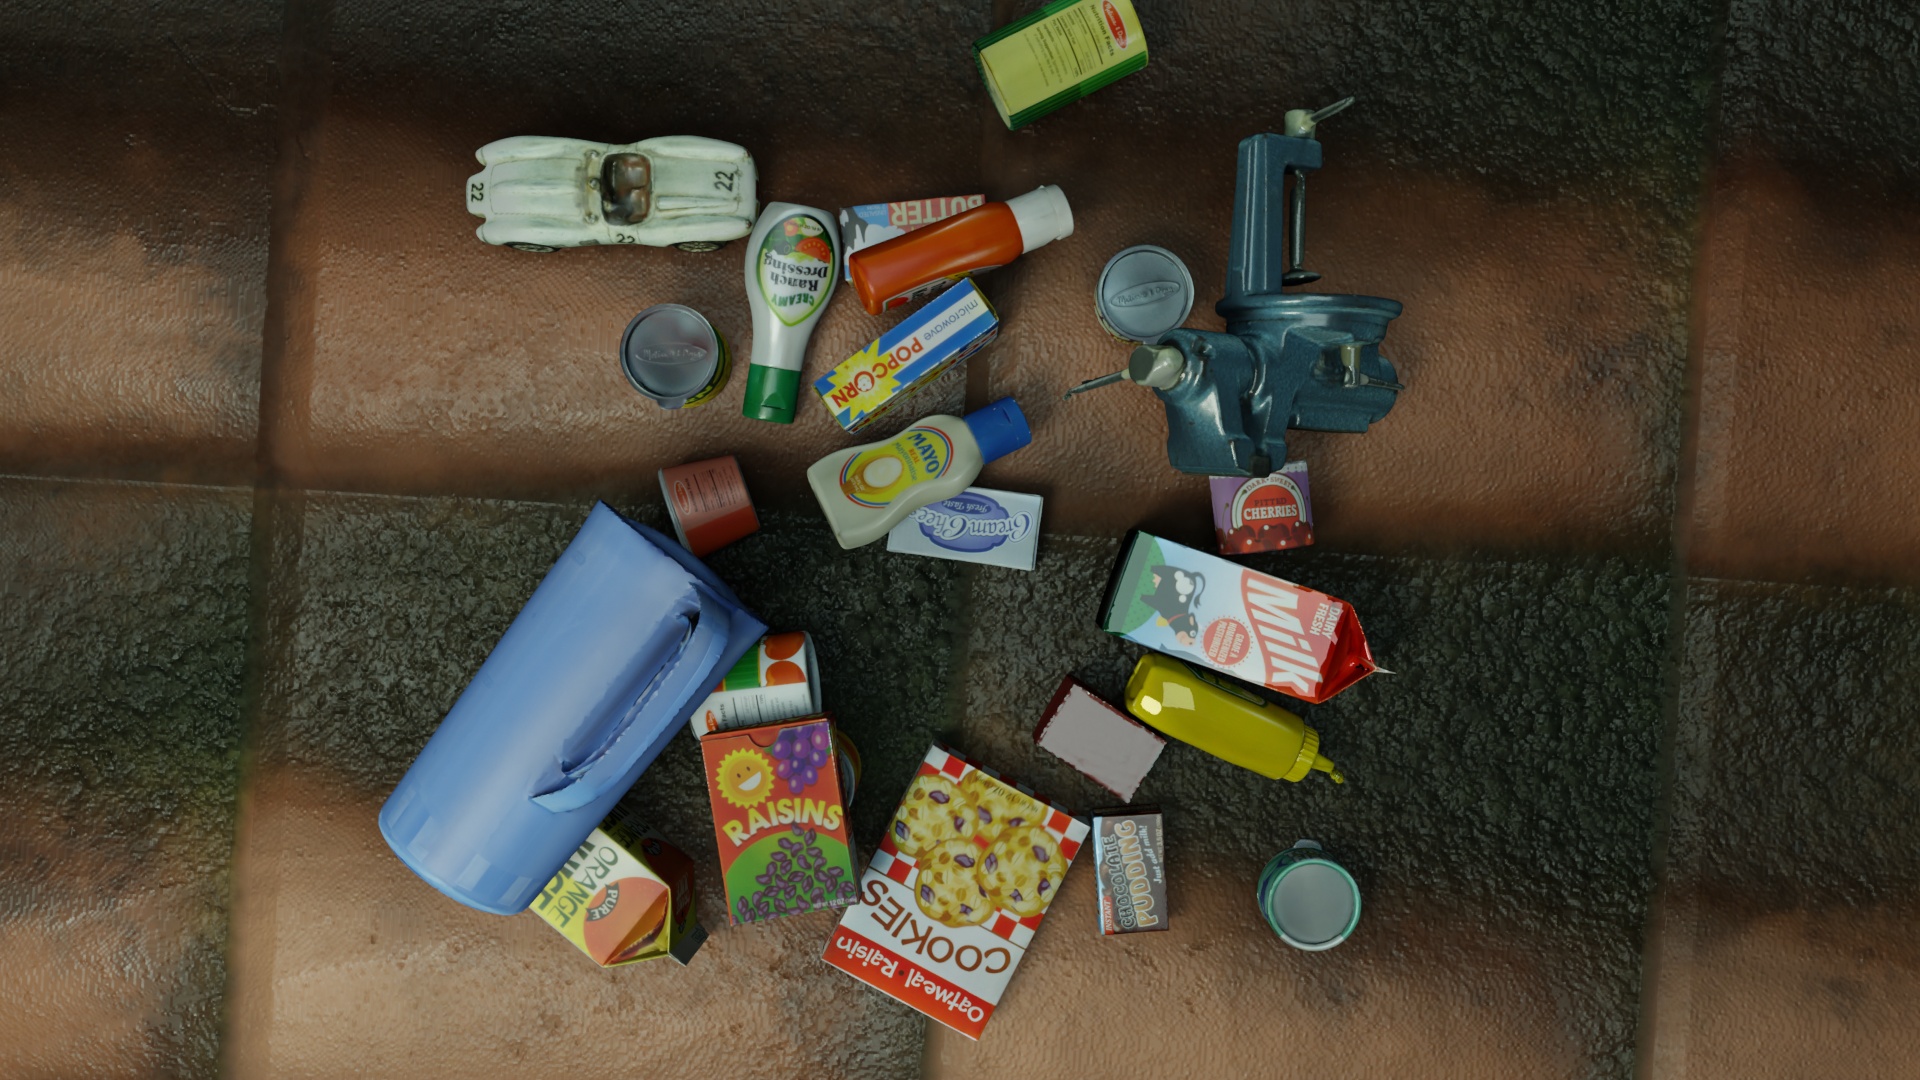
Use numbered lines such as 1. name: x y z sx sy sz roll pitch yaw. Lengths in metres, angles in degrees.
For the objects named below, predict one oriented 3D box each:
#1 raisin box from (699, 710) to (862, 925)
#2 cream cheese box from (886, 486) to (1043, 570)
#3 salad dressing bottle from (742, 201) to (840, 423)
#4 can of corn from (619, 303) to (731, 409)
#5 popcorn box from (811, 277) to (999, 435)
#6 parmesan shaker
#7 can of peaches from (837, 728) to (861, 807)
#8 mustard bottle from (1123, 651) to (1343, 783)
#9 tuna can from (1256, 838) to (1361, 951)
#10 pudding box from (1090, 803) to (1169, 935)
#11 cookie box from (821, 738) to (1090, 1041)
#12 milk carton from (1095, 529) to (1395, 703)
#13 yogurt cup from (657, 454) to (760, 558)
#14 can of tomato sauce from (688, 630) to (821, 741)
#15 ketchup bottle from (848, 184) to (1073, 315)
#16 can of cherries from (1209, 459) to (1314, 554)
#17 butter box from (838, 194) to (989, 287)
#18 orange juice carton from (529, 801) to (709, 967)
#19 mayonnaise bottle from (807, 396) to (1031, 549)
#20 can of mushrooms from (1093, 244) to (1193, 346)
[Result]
1. raisin box: -0.116 0.179 0.905 0.086 0.040 0.123 -9 90 1
2. cream cheese box: 0.003 -0.012 0.968 0.104 0.024 0.053 8 91 1
3. salad dressing bottle: -0.121 -0.155 0.954 0.064 0.044 0.147 7 98 -19
4. can of corn: -0.194 -0.123 0.953 0.071 0.058 0.071 0 91 1
5. popcorn box: -0.035 -0.122 0.938 0.127 0.085 0.038 -35 91 1
6. parmesan shaker: 0.066 -0.333 0.945 0.103 0.071 0.071 -26 90 2
7. can of peaches: -0.102 0.164 0.955 0.071 0.058 0.071 0 91 0
8. mustard bottle: 0.192 0.127 0.950 0.160 0.065 0.048 24 97 -5
9. tuna can: 0.242 0.246 0.963 0.071 0.033 0.071 0 91 1
10. pudding box: 0.117 0.228 0.966 0.050 0.030 0.083 -3 90 2
11. cookie box: -0.004 0.241 0.963 0.123 0.040 0.167 28 90 1
12. milk carton: 0.195 0.056 0.942 0.191 0.072 0.073 19 91 0
13. yogurt cup: -0.171 -0.025 0.952 0.054 0.072 0.072 -19 90 -7
14. can of tomato sauce: -0.142 0.098 0.952 0.083 0.071 0.071 -8 91 0
15. ketchup bottle: 0.001 -0.196 0.925 0.149 0.065 0.043 -22 97 -7
16. can of cherries: 0.204 -0.022 0.942 0.071 0.071 0.058 -6 91 1
17. butter box: -0.031 -0.209 0.968 0.103 0.024 0.053 -6 91 1
18. orange juice carton: -0.254 0.220 0.950 0.193 0.072 0.073 39 91 1
19. mayonnaise bottle: -0.025 -0.052 0.938 0.148 0.041 0.065 -26 70 -7
20. can of mushrooms: 0.126 -0.166 0.961 0.071 0.033 0.071 0 90 0
